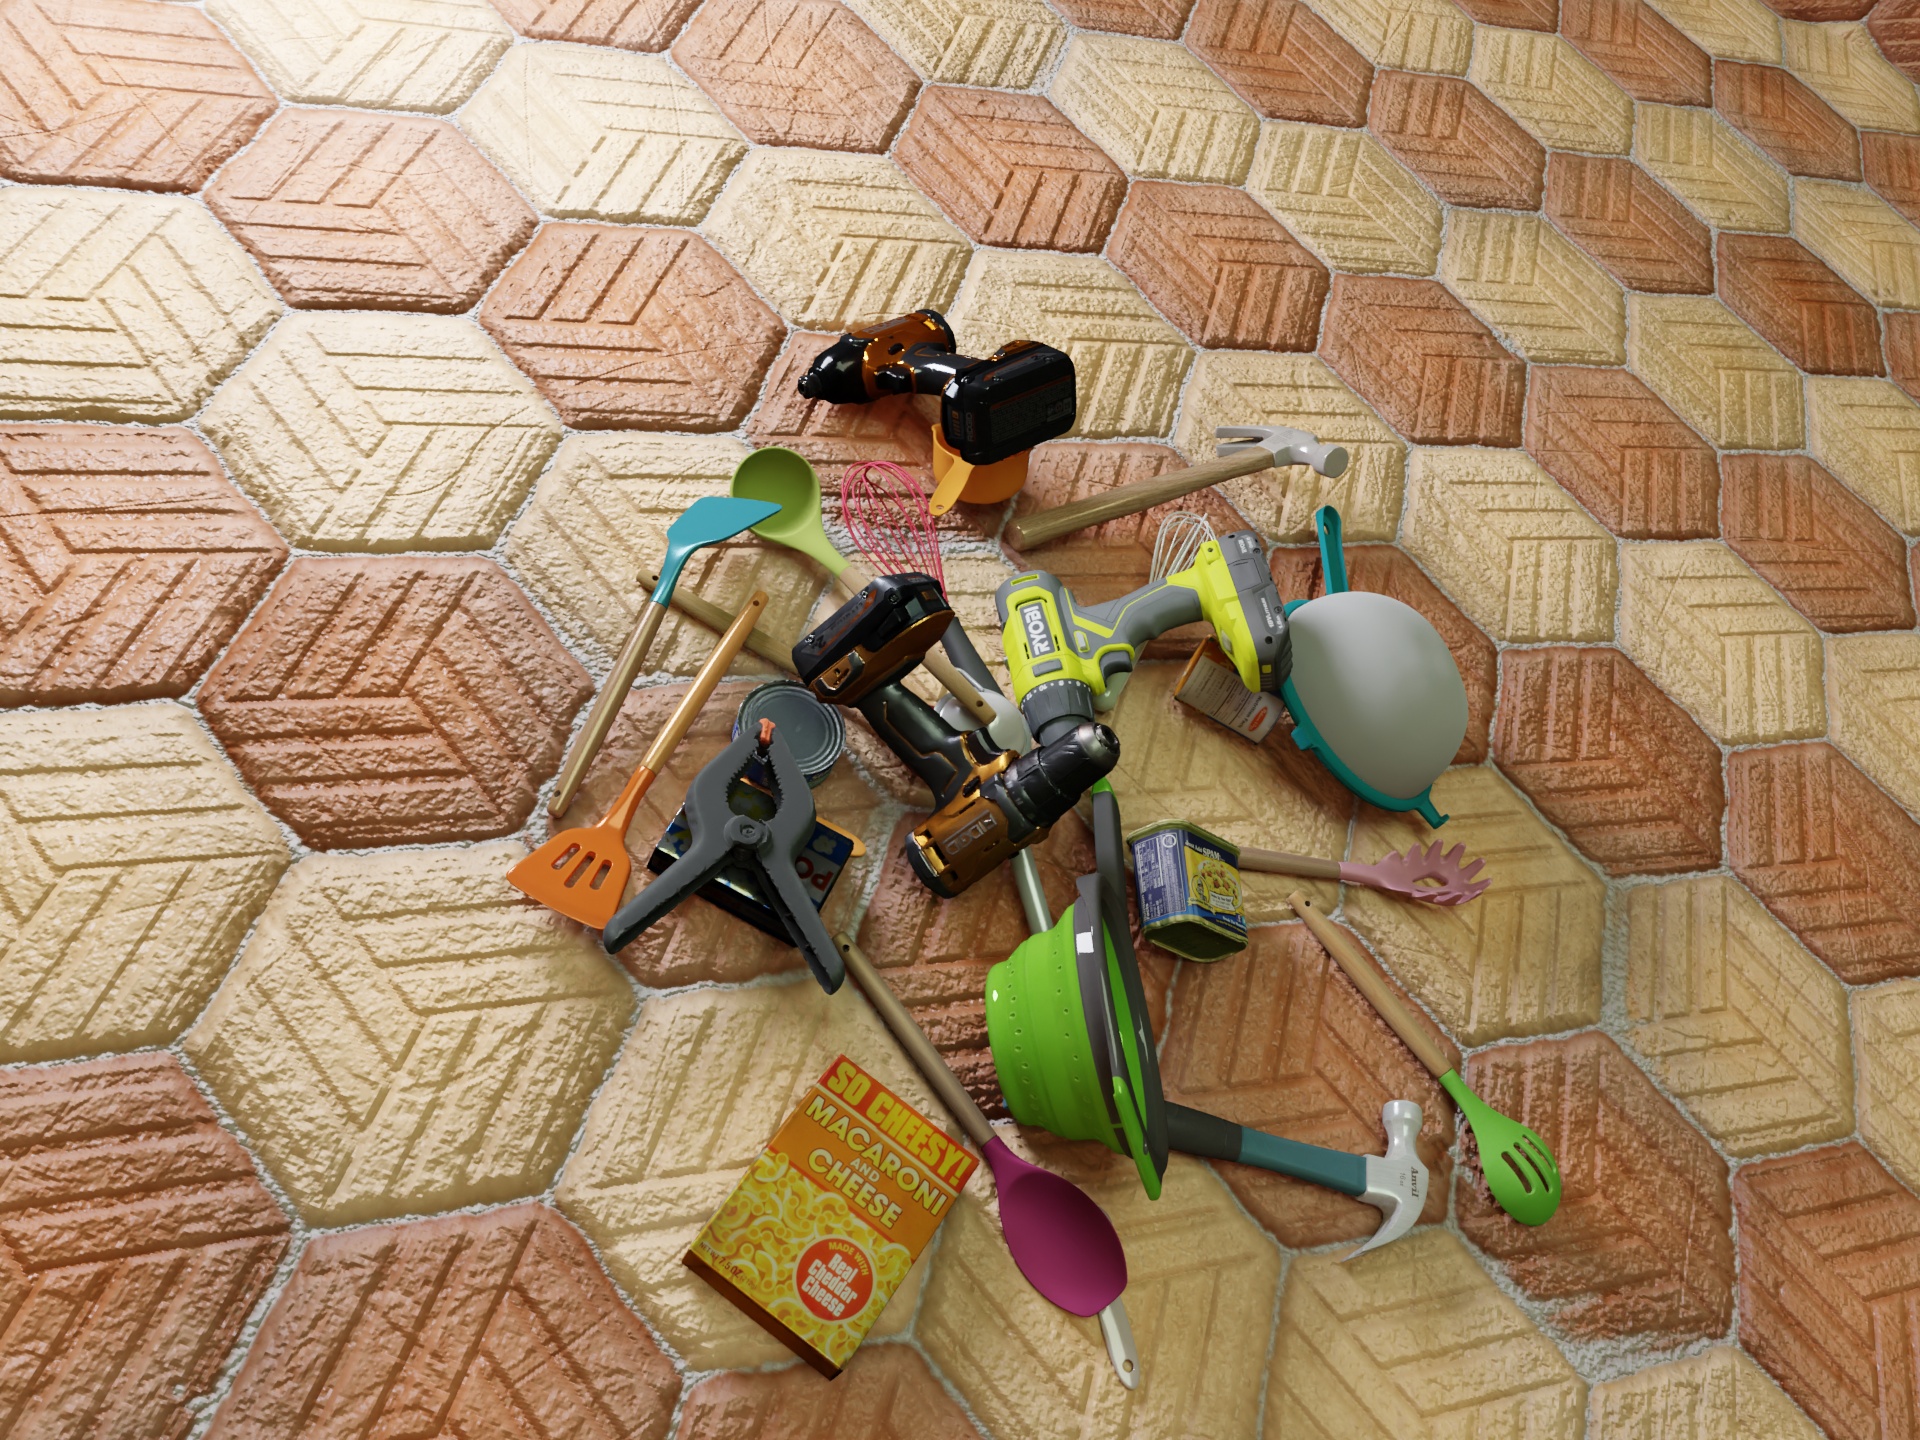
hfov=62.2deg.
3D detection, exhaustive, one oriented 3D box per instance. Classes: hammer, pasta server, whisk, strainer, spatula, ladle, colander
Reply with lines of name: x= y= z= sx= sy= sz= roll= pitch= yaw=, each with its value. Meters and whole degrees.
hammer: x=0.190 y=0.306 z=1.167 sx=0.331 sy=0.033 sz=0.128 roll=17 pitch=53 yaw=-9
pasta server: x=0.292 y=0.116 z=1.324 sx=0.316 sy=0.040 sz=0.060 roll=9 pitch=44 yaw=-14
whisk: x=0.171 y=-0.100 z=1.415 sx=0.059 sy=0.057 sz=0.246 roll=35 pitch=58 yaw=-7
strainer: x=0.372 y=-0.084 z=1.410 sx=0.210 sy=0.095 sz=0.341 roll=28 pitch=46 yaw=-29
strainer: x=0.039 y=0.069 z=1.243 sx=0.087 sy=0.050 sz=0.259 roll=-8 pitch=73 yaw=-28
spatula: x=-0.238 y=-0.060 z=1.227 sx=0.082 sy=0.044 sz=0.318 roll=10 pitch=63 yaw=25
ladle: x=-0.123 y=-0.041 z=1.280 sx=0.315 sy=0.031 sz=0.069 roll=30 pitch=50 yaw=2
hammer: x=0.190 y=-0.217 z=1.479 sx=0.331 sy=0.031 sz=0.130 roll=-20 pitch=31 yaw=-21
whisk: x=-0.020 y=-0.098 z=1.338 sx=0.073 sy=0.073 sz=0.296 roll=-19 pitch=73 yaw=-29
ladle: x=-0.078 y=-0.109 z=1.284 sx=0.078 sy=0.062 sz=0.320 roll=-37 pitch=63 yaw=-14
spatula: x=-0.221 y=0.016 z=1.188 sx=0.081 sy=0.041 sz=0.323 roll=28 pitch=58 yaw=-1
colander: x=0.076 y=0.168 z=1.148 sx=0.094 sy=0.204 sz=0.397 roll=-13 pitch=31 yaw=10

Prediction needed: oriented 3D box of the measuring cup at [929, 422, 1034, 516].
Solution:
measuring cup: x=0.005 y=-0.207 z=1.396 sx=0.095 sy=0.052 sz=0.174 roll=14 pitch=42 yaw=12

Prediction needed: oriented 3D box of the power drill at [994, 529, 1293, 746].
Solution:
power drill: x=0.152 y=-0.055 z=1.313 sx=0.228 sy=0.080 sz=0.191 roll=-15 pitch=58 yaw=4

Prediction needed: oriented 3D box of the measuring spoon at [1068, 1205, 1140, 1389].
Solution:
measuring spoon: x=0.103 y=0.392 z=1.088 sx=0.034 sy=0.018 sz=0.124 roll=-3 pitch=61 yaw=-22

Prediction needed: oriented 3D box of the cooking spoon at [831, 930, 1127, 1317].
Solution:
cooking spoon: x=0.005 y=0.276 z=1.122 sx=0.069 sy=0.017 sz=0.319 roll=-38 pitch=73 yaw=-2

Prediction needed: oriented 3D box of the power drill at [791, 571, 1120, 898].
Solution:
power drill: x=-0.002 y=-0.004 z=1.187 sx=0.226 sy=0.185 sz=0.084 roll=57 pitch=26 yaw=8

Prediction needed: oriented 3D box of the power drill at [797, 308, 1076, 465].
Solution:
power drill: x=-0.027 y=-0.296 z=1.401 sx=0.164 sy=0.084 sz=0.227 roll=-28 pitch=39 yaw=-32

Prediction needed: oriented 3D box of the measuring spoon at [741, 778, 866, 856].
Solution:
measuring spoon: x=-0.124 y=0.073 z=1.213 sx=0.117 sy=0.011 sz=0.021 roll=27 pitch=53 yaw=-2

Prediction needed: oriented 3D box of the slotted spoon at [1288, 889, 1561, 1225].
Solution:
slotted spoon: x=0.367 y=0.261 z=1.266 sx=0.070 sy=0.031 sz=0.314 roll=-27 pitch=70 yaw=-32
